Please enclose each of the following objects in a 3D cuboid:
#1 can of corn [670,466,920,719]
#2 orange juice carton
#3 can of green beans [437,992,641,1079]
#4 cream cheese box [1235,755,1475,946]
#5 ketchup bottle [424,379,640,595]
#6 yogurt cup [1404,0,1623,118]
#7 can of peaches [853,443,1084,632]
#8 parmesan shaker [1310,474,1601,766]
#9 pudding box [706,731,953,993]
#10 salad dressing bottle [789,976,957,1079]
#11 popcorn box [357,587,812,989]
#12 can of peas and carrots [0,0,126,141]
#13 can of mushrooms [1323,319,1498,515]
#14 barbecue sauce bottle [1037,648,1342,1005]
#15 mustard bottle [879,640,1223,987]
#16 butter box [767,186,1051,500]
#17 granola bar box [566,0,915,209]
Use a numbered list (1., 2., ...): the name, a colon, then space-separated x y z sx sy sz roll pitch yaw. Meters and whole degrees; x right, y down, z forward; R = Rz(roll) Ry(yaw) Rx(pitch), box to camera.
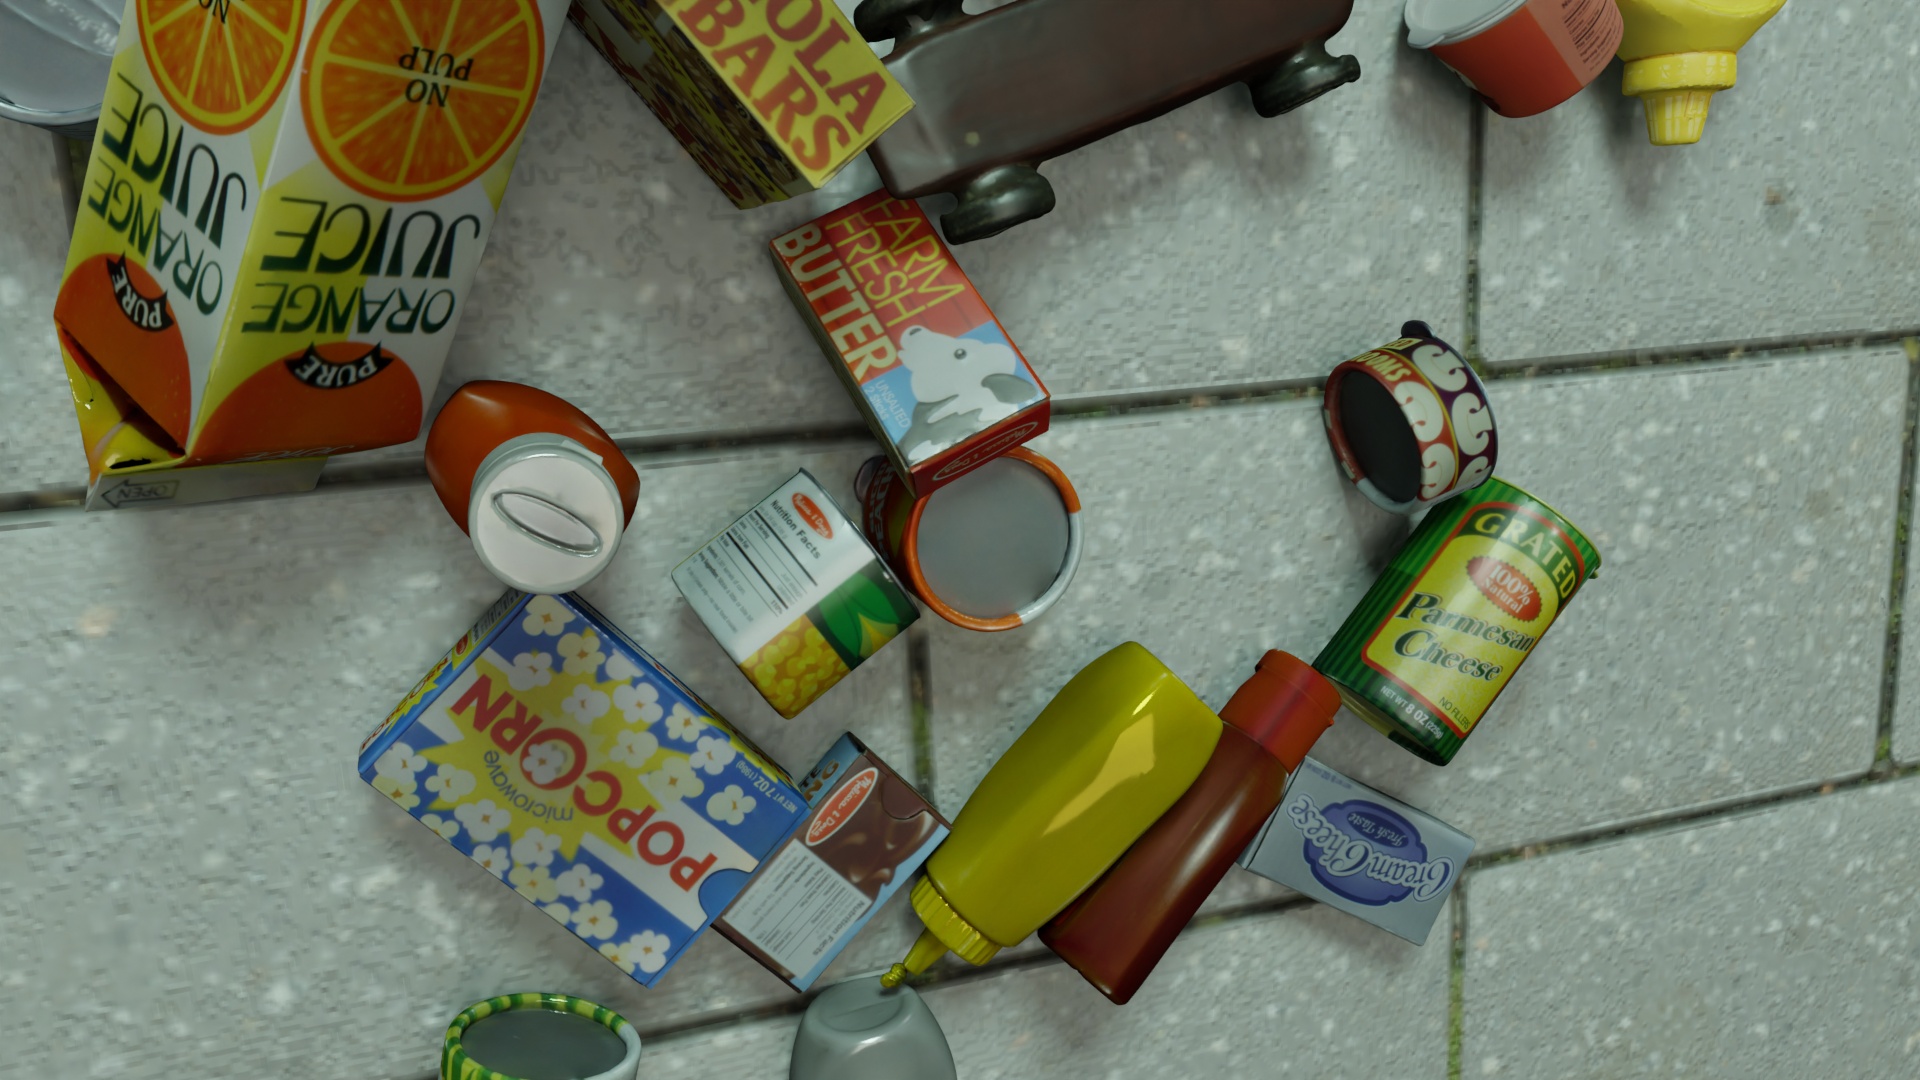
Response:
1. can of corn: -0.056 0.020 0.477 0.058 0.071 0.071 -39 109 -7
2. orange juice carton: -0.183 -0.089 0.380 0.072 0.073 0.192 -13 136 -59
3. can of green beans: -0.148 0.197 0.478 0.071 0.071 0.057 10 97 -20
4. cream cheese box: 0.166 0.130 0.591 0.104 0.024 0.053 27 91 -21
5. ketchup bottle: -0.122 -0.017 0.402 0.064 0.149 0.043 28 90 -21
6. yogurt cup: 0.212 -0.199 0.525 0.054 0.072 0.072 38 87 -29
7. can of peaches: 0.002 -0.006 0.494 0.071 0.058 0.071 -4 102 -18
8. parmesan shaker: 0.201 0.033 0.561 0.071 0.071 0.103 39 87 -21
9. pudding box: -0.049 0.119 0.515 0.049 0.030 0.084 44 85 -19
10. salad dressing bottle: -0.029 0.246 0.539 0.064 0.044 0.147 -11 104 -17
11. popcorn box: -0.127 0.081 0.478 0.126 0.038 0.085 45 84 -20
12. can of peas and carrots: -0.247 -0.148 0.385 0.071 0.059 0.070 -3 101 -18
13. can of mushrooms: 0.172 -0.047 0.538 0.033 0.071 0.071 -23 107 -11
14. barbecue sauce bottle: 0.092 0.110 0.545 0.044 0.064 0.149 39 80 12
15. mustard bottle: 0.028 0.110 0.524 0.049 0.065 0.160 43 91 -15
16. butter box: -0.018 -0.069 0.463 0.053 0.024 0.104 -28 68 -11
17. granola bar box: -0.095 -0.171 0.396 0.039 0.124 0.165 -44 110 -7
